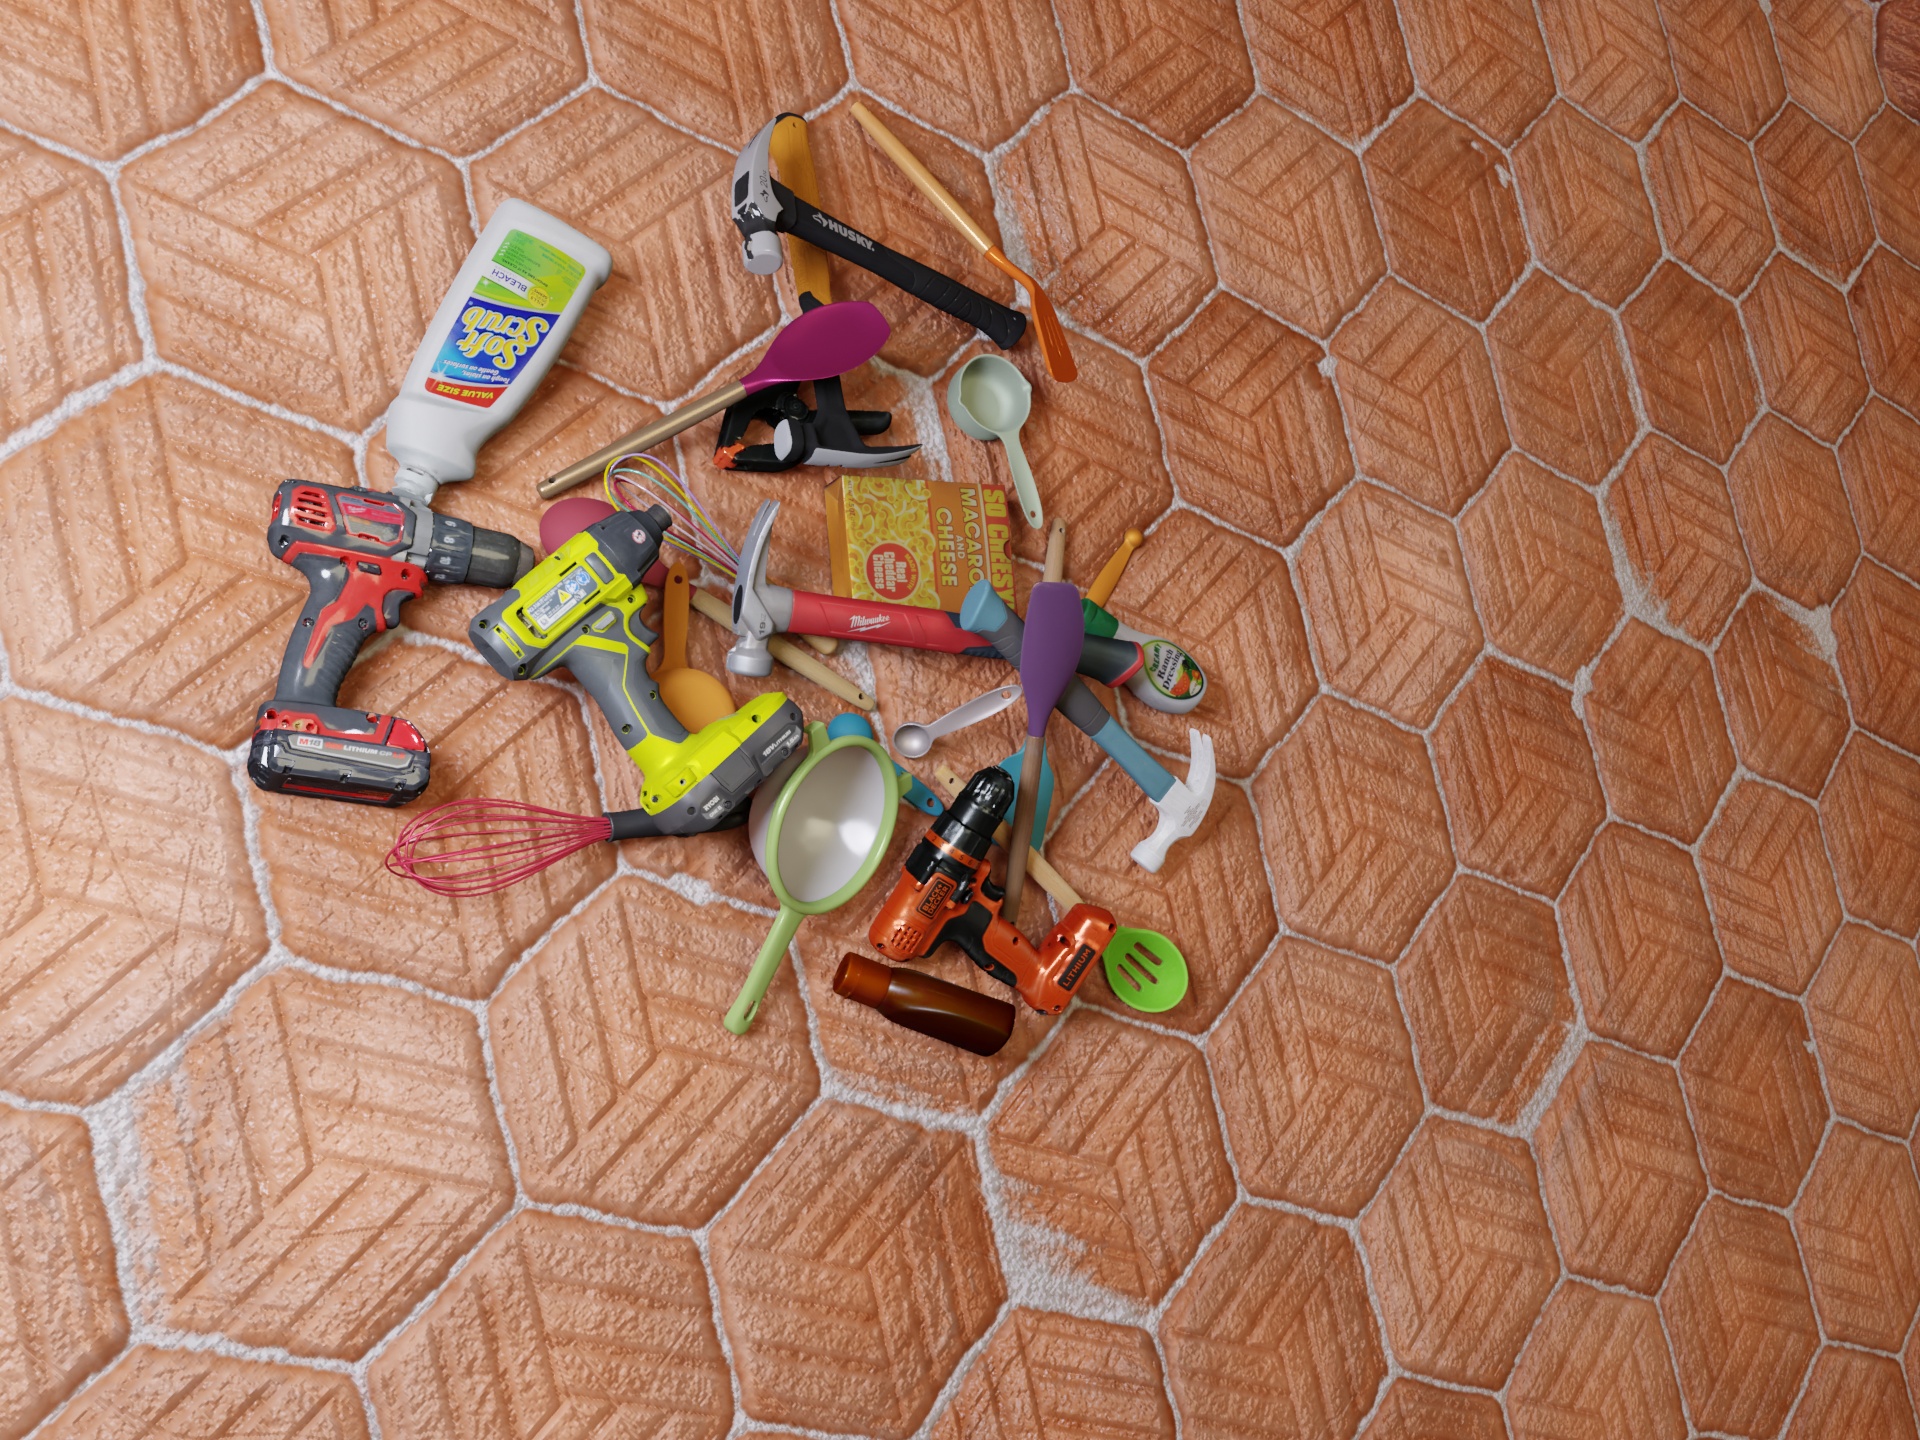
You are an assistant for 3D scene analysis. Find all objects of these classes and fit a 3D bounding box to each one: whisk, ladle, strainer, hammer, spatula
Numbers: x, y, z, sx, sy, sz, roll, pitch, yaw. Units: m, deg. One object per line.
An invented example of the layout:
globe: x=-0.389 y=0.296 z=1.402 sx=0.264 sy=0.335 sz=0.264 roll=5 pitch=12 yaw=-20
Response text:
whisk: x=-0.195 y=-0.129 z=1.303 sx=0.244 sy=0.051 sz=0.047 roll=40 pitch=32 yaw=-27
whisk: x=-0.287 y=0.084 z=1.209 sx=0.295 sy=0.073 sz=0.073 roll=-6 pitch=83 yaw=-35
ladle: x=-0.200 y=-0.089 z=1.310 sx=0.315 sy=0.031 sz=0.069 roll=32 pitch=66 yaw=-22
strainer: x=-0.144 y=0.124 z=1.281 sx=0.151 sy=0.069 sz=0.256 roll=33 pitch=80 yaw=-55
hammer: x=-0.120 y=-0.376 z=1.380 sx=0.127 sy=0.034 sz=0.337 roll=-1 pitch=72 yaw=-31
hammer: x=0.113 y=-0.004 z=1.404 sx=0.128 sy=0.033 sz=0.330 roll=-50 pitch=120 yaw=-5
spatula: x=0.004 y=-0.443 z=1.464 sx=0.322 sy=0.041 sz=0.081 roll=48 pitch=25 yaw=3
spatula: x=0.063 y=0.037 z=1.364 sx=0.059 sy=0.018 sz=0.316 roll=2 pitch=104 yaw=-27
hammer: x=-0.062 y=-0.403 z=1.393 sx=0.334 sy=0.035 sz=0.146 roll=14 pitch=59 yaw=-44
spatula: x=0.066 y=-0.041 z=1.454 sx=0.082 sy=0.044 sz=0.318 roll=18 pitch=67 yaw=-24
hammer: x=-0.007 y=-0.091 z=1.363 sx=0.386 sy=0.038 sz=0.143 roll=6 pitch=99 yaw=-28

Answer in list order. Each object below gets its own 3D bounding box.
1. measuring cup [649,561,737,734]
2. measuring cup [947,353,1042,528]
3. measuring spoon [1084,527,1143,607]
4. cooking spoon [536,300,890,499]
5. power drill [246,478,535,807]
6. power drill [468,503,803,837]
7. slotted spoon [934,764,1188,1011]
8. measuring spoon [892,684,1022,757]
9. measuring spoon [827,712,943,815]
measuring cup: x=-0.219 y=-0.040 z=1.257 sx=0.095 sy=0.052 sz=0.173 roll=1 pitch=90 yaw=-27
measuring cup: x=0.038 y=-0.253 z=1.471 sx=0.083 sy=0.038 sz=0.167 roll=-19 pitch=92 yaw=-31
measuring spoon: x=0.146 y=-0.141 z=1.523 sx=0.021 sy=0.011 sz=0.117 roll=41 pitch=64 yaw=-17
cooking spoon: x=-0.200 y=-0.258 z=1.292 sx=0.319 sy=0.017 sz=0.069 roll=-30 pitch=71 yaw=-12
power drill: x=-0.413 y=-0.056 z=1.155 sx=0.187 sy=0.080 sz=0.227 roll=10 pitch=72 yaw=-28
power drill: x=-0.228 y=-0.039 z=1.184 sx=0.171 sy=0.080 sz=0.223 roll=-44 pitch=104 yaw=-22
slotted spoon: x=0.088 y=0.148 z=1.417 sx=0.313 sy=0.031 sz=0.070 roll=45 pitch=79 yaw=-16
measuring spoon: x=-0.002 y=-0.004 z=1.367 sx=0.034 sy=0.124 sz=0.018 roll=59 pitch=15 yaw=-24
measuring spoon: x=-0.059 y=0.040 z=1.364 sx=0.128 sy=0.021 sz=0.042 roll=40 pitch=64 yaw=-16
